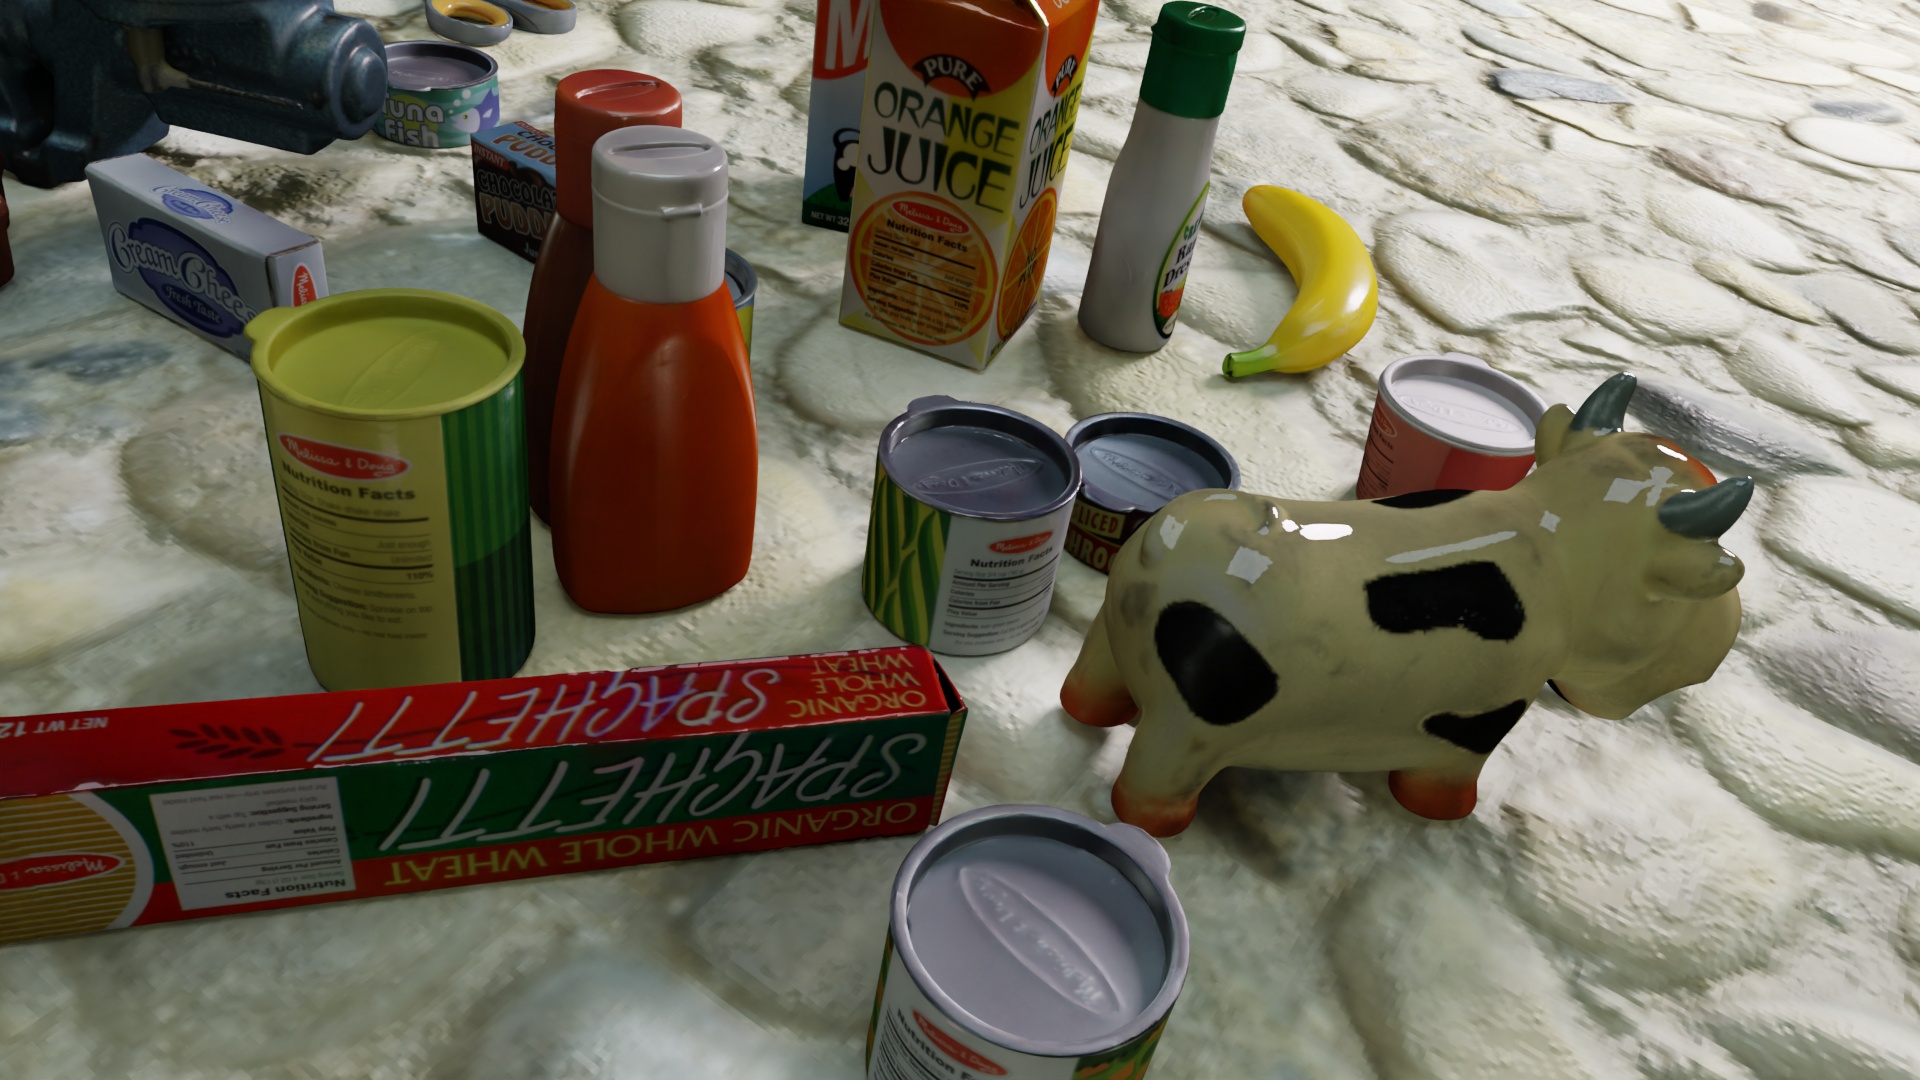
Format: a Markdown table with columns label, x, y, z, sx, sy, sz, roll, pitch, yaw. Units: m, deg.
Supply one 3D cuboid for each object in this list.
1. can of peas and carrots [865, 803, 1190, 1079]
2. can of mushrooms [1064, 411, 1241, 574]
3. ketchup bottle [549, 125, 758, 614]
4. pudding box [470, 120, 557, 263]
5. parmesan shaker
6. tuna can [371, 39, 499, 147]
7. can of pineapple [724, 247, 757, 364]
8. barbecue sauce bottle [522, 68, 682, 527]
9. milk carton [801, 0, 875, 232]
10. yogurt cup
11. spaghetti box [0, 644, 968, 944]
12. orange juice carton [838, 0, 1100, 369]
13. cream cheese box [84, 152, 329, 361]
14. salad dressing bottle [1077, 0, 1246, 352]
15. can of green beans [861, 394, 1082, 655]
| label | x | y | z | sx | sy | sz | roll | pitch | yaw |
| --- | --- | --- | --- | --- | --- | --- | --- | --- | --- |
| can of peas and carrots | 0.015 | 0.103 | 0.320 | 0.071 | 0.058 | 0.071 | 7 | 37 | -5 |
| can of mushrooms | 0.066 | -0.016 | 0.511 | 0.071 | 0.033 | 0.071 | 7 | 37 | -5 |
| ketchup bottle | -0.091 | -0.047 | 0.417 | 0.065 | 0.148 | 0.044 | -11 | 42 | -27 |
| pudding box | -0.176 | -0.146 | 0.610 | 0.084 | 0.049 | 0.030 | 30 | 41 | 24 |
| parmesan shaker | -0.158 | -0.011 | 0.391 | 0.071 | 0.102 | 0.072 | 7 | 37 | -5 |
| tuna can | -0.270 | -0.227 | 0.707 | 0.071 | 0.032 | 0.071 | 7 | 37 | -5 |
| can of pineapple | -0.113 | -0.075 | 0.525 | 0.071 | 0.057 | 0.071 | 7 | 37 | -5 |
| barbecue sauce bottle | -0.111 | -0.073 | 0.448 | 0.044 | 0.147 | 0.065 | 36 | 43 | 30 |
| milk carton | -0.026 | -0.245 | 0.660 | 0.072 | 0.189 | 0.074 | 14 | 37 | 4 |
| yogurt cup | 0.191 | -0.034 | 0.549 | 0.072 | 0.053 | 0.073 | 7 | 37 | -5 |
| spaghetti box | -0.123 | 0.062 | 0.348 | 0.250 | 0.049 | 0.029 | -3 | 39 | -18 |
| orange juice carton | 0.005 | -0.176 | 0.575 | 0.073 | 0.191 | 0.072 | 20 | 38 | 13 |
| cream cheese box | -0.283 | -0.104 | 0.524 | 0.104 | 0.053 | 0.024 | 26 | 39 | 20 |
| salad dressing bottle | 0.088 | -0.156 | 0.607 | 0.044 | 0.146 | 0.064 | 22 | 38 | 15 |
| can of green beans | 0.002 | -0.004 | 0.460 | 0.071 | 0.057 | 0.071 | 7 | 37 | -5 |
